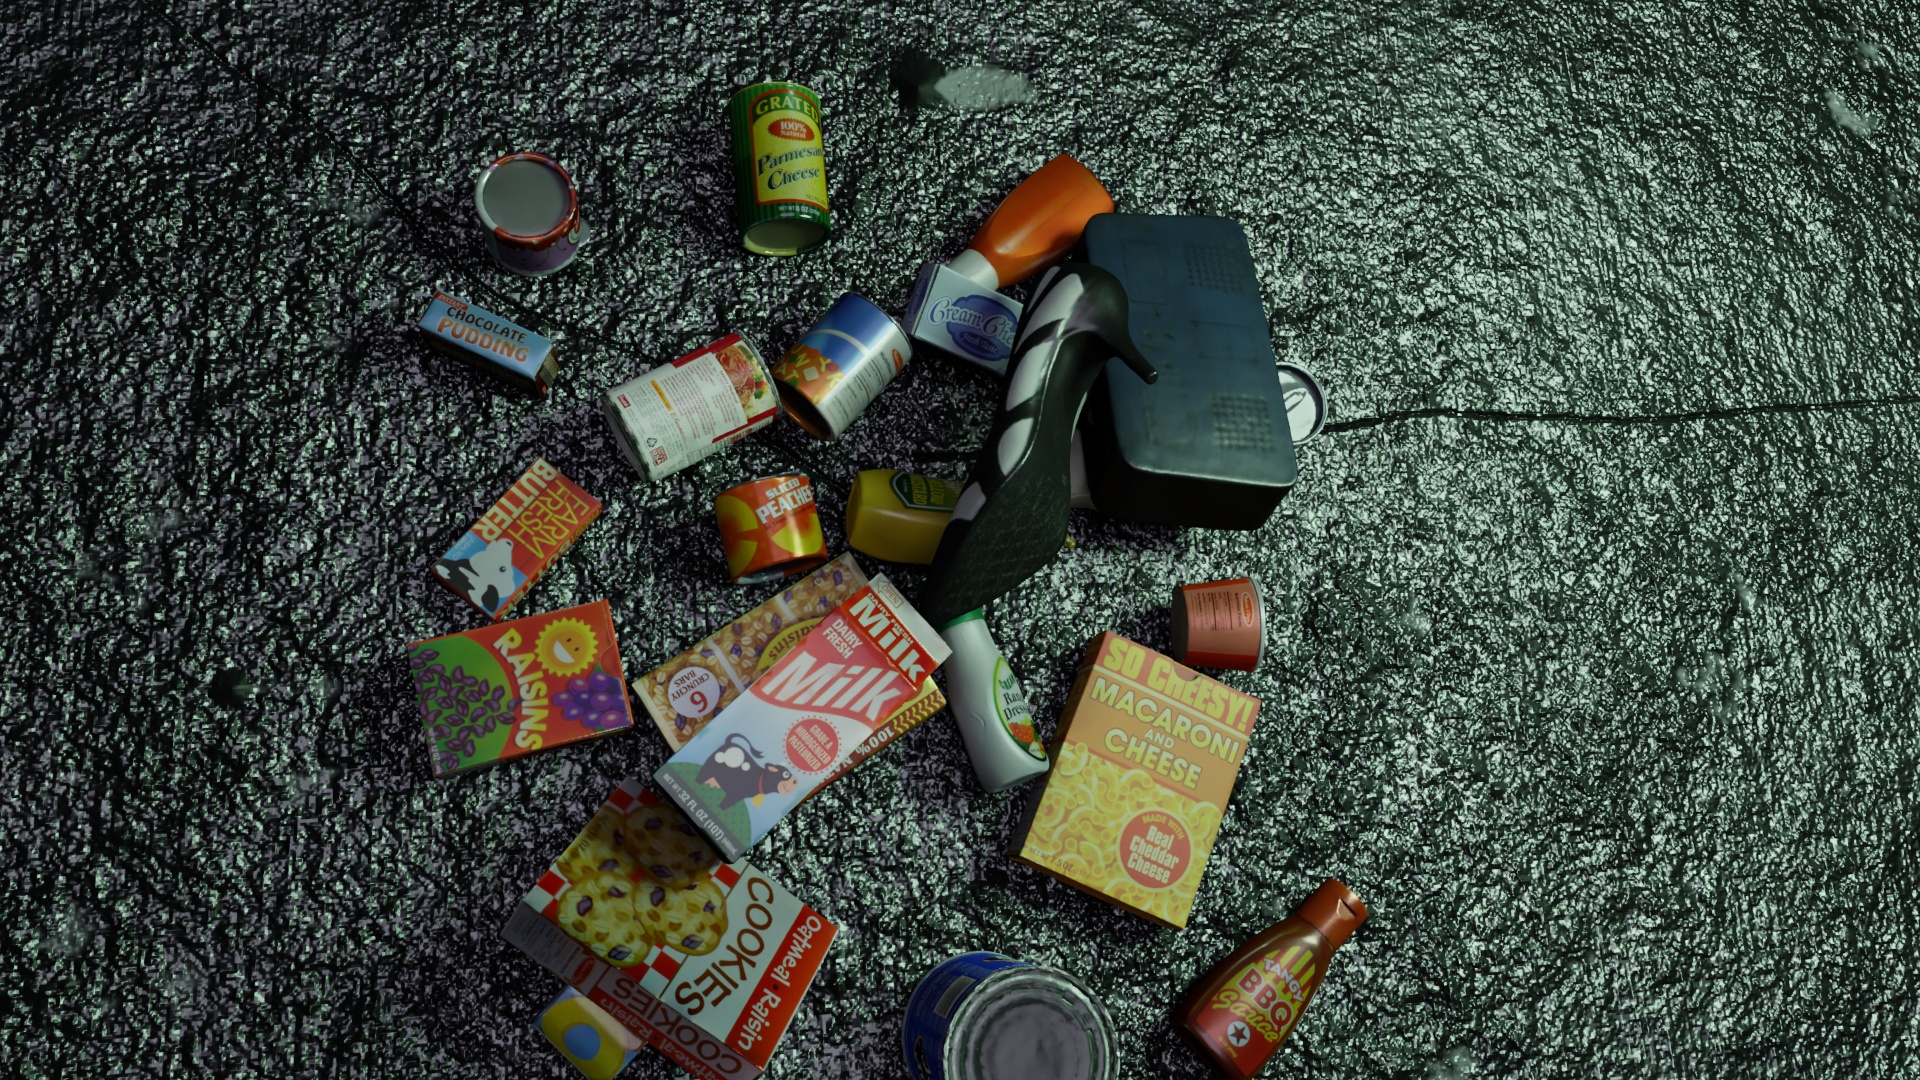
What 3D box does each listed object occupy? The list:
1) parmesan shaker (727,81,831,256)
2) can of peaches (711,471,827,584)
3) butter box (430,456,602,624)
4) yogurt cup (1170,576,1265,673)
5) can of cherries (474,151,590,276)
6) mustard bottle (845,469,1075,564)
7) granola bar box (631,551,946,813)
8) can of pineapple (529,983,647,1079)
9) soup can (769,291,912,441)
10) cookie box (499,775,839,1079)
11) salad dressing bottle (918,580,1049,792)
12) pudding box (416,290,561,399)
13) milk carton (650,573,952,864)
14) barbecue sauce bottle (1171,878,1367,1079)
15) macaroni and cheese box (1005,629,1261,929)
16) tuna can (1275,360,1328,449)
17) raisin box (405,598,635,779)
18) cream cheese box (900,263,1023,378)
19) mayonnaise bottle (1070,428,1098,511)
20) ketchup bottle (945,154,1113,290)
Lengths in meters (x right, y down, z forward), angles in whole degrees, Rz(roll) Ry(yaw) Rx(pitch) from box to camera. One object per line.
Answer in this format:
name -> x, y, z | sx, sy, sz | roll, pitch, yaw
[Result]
parmesan shaker -> -0.126, -0.262, 0.986 | 0.071, 0.071, 0.103 | -4, 78, -13
can of peaches -> -0.125, -0.008, 0.920 | 0.071, 0.071, 0.058 | -13, 81, -15
butter box -> -0.288, -0.001, 0.907 | 0.053, 0.024, 0.104 | 40, 72, 0
yogurt cup -> 0.179, 0.059, 0.974 | 0.054, 0.072, 0.072 | 0, 77, -4
can of cherries -> -0.290, -0.222, 0.943 | 0.071, 0.058, 0.071 | 3, 76, -11
mustard bottle -> 0.003, -0.012, 0.953 | 0.160, 0.048, 0.065 | 6, 34, -14
granola bar box -> -0.112, 0.103, 0.911 | 0.166, 0.039, 0.124 | -32, 86, -18
can of pineapple -> -0.211, 0.281, 0.830 | 0.058, 0.071, 0.071 | 44, 72, 0
soup can -> -0.087, -0.121, 0.960 | 0.071, 0.071, 0.084 | 41, 72, 0
cookie box -> -0.168, 0.235, 0.831 | 0.167, 0.040, 0.123 | 36, 30, -2
salad dressing bottle -> 0.012, 0.093, 0.933 | 0.044, 0.064, 0.148 | -28, 73, 21
pudding box -> -0.311, -0.129, 0.920 | 0.084, 0.049, 0.030 | 25, 74, -5
milk carton -> -0.095, 0.106, 0.854 | 0.191, 0.073, 0.072 | -42, 89, -18
barbecue sauce bottle -> 0.212, 0.291, 0.933 | 0.149, 0.043, 0.065 | -40, 87, -18
macaroni and cheese box -> 0.121, 0.162, 0.947 | 0.124, 0.040, 0.167 | 25, 73, -6
tuna can -> 0.236, -0.100, 1.041 | 0.071, 0.032, 0.071 | 3, 76, -12
raisin box -> -0.276, 0.093, 0.878 | 0.124, 0.040, 0.086 | -13, 79, -16
cream cheese box -> 0.011, -0.152, 0.981 | 0.104, 0.024, 0.053 | 20, 92, -33
mayonnaise bottle -> 0.108, -0.045, 0.996 | 0.148, 0.041, 0.065 | 10, 70, -11
ketchup bottle -> 0.042, -0.221, 1.023 | 0.149, 0.043, 0.065 | -41, 82, -18
